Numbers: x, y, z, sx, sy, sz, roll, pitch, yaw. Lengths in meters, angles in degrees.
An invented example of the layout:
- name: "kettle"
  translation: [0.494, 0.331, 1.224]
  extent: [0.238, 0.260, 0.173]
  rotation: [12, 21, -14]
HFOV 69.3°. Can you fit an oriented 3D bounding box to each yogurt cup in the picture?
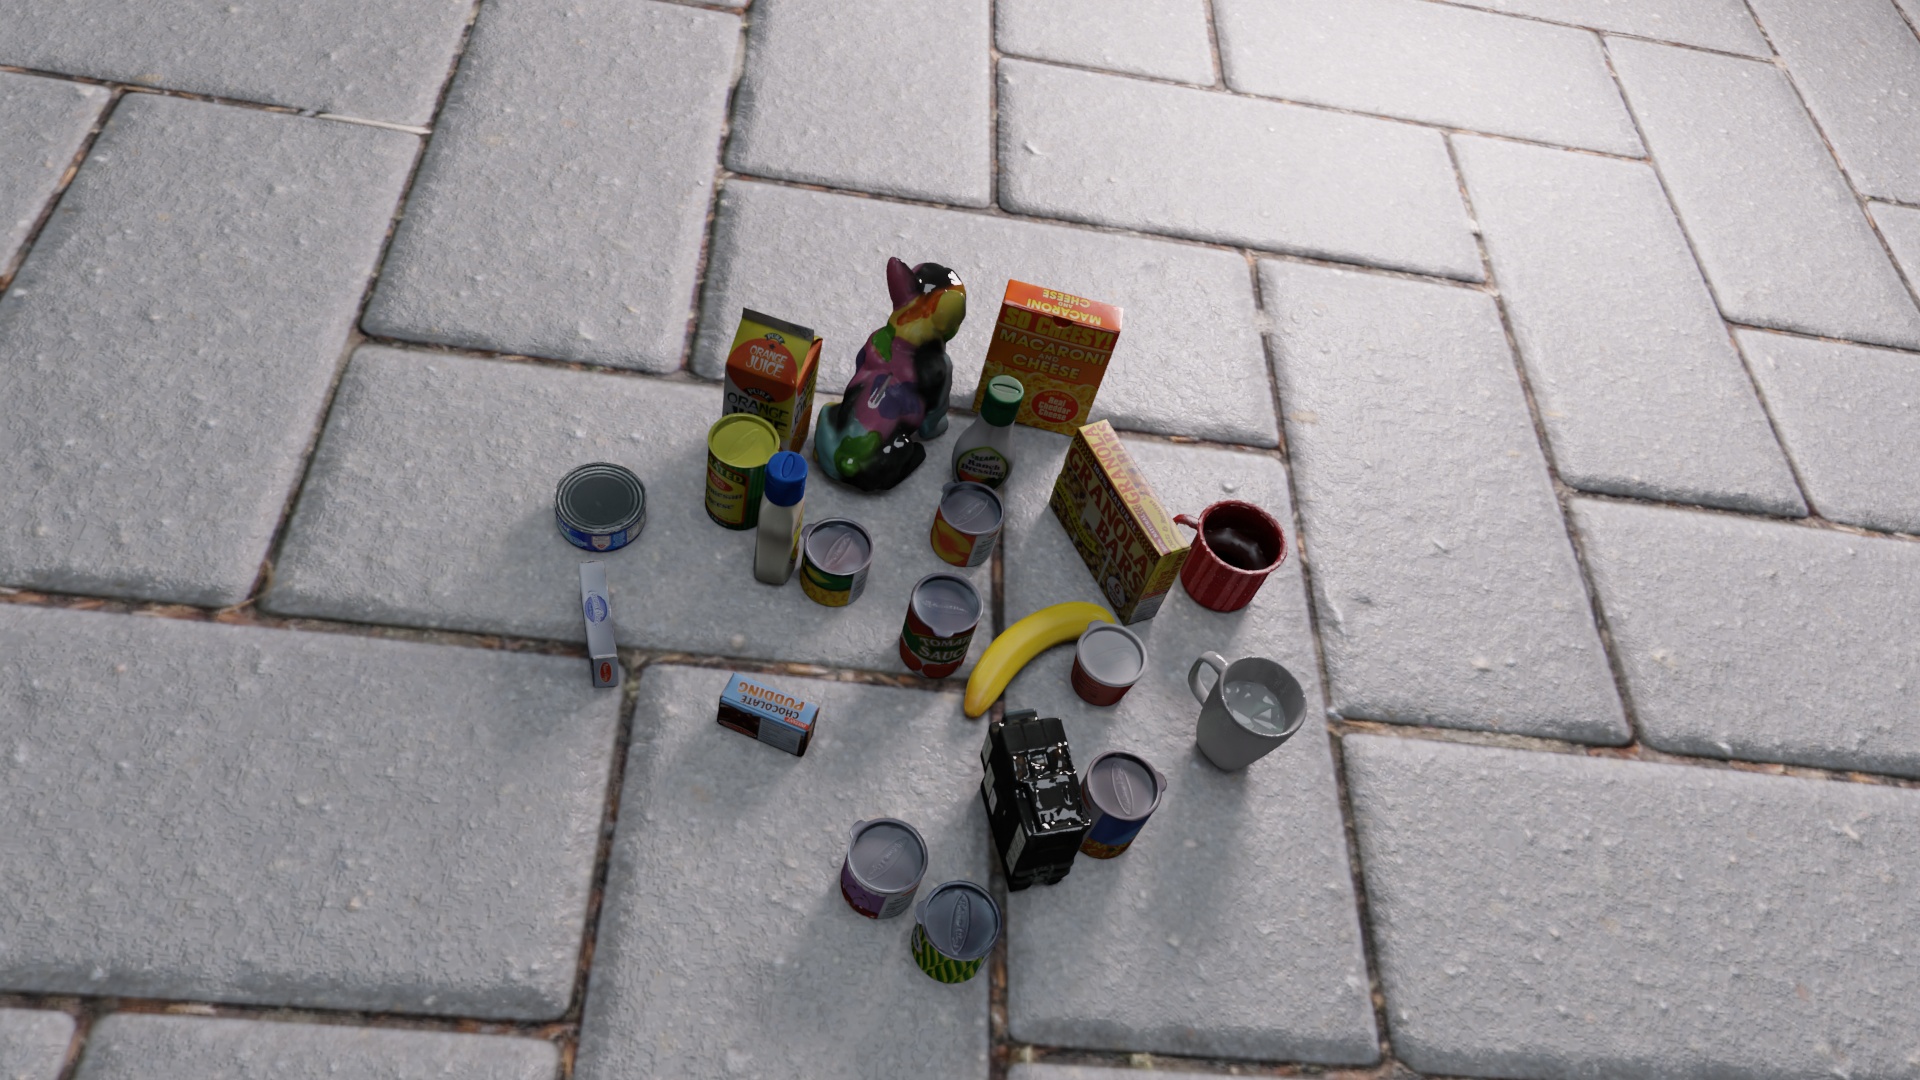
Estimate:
- name: "yogurt cup"
  translation: [0.137, 0.120, 1.310]
  extent: [0.072, 0.053, 0.073]
  rotation: [6, 53, -8]

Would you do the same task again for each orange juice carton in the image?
- name: "orange juice carton"
  translation: [-0.184, -0.148, 1.347]
  extent: [0.072, 0.191, 0.073]
  rotation: [20, 52, 2]

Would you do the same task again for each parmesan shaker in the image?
- name: "parmesan shaker"
  translation: [-0.209, -0.063, 1.335]
  extent: [0.071, 0.102, 0.071]
  rotation: [6, 53, -8]

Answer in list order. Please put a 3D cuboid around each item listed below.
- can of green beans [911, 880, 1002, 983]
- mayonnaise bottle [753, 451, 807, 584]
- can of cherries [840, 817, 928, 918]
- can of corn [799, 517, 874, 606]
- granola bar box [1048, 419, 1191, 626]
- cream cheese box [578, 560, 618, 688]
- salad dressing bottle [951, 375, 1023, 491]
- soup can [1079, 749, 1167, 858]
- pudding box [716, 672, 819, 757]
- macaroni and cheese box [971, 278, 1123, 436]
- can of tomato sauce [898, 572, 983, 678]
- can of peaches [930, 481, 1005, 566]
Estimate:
- name: "can of green beans"
  translation: [-0.004, 0.318, 1.128]
  extent: [0.071, 0.057, 0.071]
  rotation: [6, 53, -8]
- name: "mayonnaise bottle"
  translation: [-0.166, -0.023, 1.287]
  extent: [0.041, 0.147, 0.065]
  rotation: [14, 53, -3]
- name: "can of cherries"
  translation: [-0.065, 0.270, 1.150]
  extent: [0.071, 0.058, 0.072]
  rotation: [6, 53, -8]
- name: "can of corn"
  translation: [-0.121, 0.020, 1.322]
  extent: [0.071, 0.058, 0.071]
  rotation: [6, 53, -8]
- name: "granola bar box"
  translation: [0.153, -0.017, 1.371]
  extent: [0.039, 0.123, 0.166]
  rotation: [-16, 59, -23]
- name: "cream cheese box"
  translation: [-0.323, 0.074, 1.238]
  extent: [0.024, 0.053, 0.104]
  rotation: [-6, 56, -17]
- name: "salad dressing bottle"
  translation: [0.030, -0.104, 1.392]
  extent: [0.064, 0.146, 0.044]
  rotation: [12, 53, -4]
- name: "soup can"
  translation: [0.134, 0.231, 1.209]
  extent: [0.071, 0.083, 0.072]
  rotation: [6, 53, -8]
- name: "pudding box"
  translation: [-0.169, 0.153, 1.218]
  extent: [0.084, 0.049, 0.030]
  rotation: [21, 53, 3]
- name: "macaroni and cheese box"
  translation: [0.089, -0.187, 1.455]
  extent: [0.124, 0.165, 0.040]
  rotation: [14, 53, -3]
- name: "can of tomato sauce"
  translation: [-0.019, 0.081, 1.285]
  extent: [0.071, 0.082, 0.071]
  rotation: [6, 53, -8]
- name: "can of peaches"
  translation: [0.005, -0.017, 1.379]
  extent: [0.071, 0.057, 0.071]
  rotation: [6, 53, -8]
